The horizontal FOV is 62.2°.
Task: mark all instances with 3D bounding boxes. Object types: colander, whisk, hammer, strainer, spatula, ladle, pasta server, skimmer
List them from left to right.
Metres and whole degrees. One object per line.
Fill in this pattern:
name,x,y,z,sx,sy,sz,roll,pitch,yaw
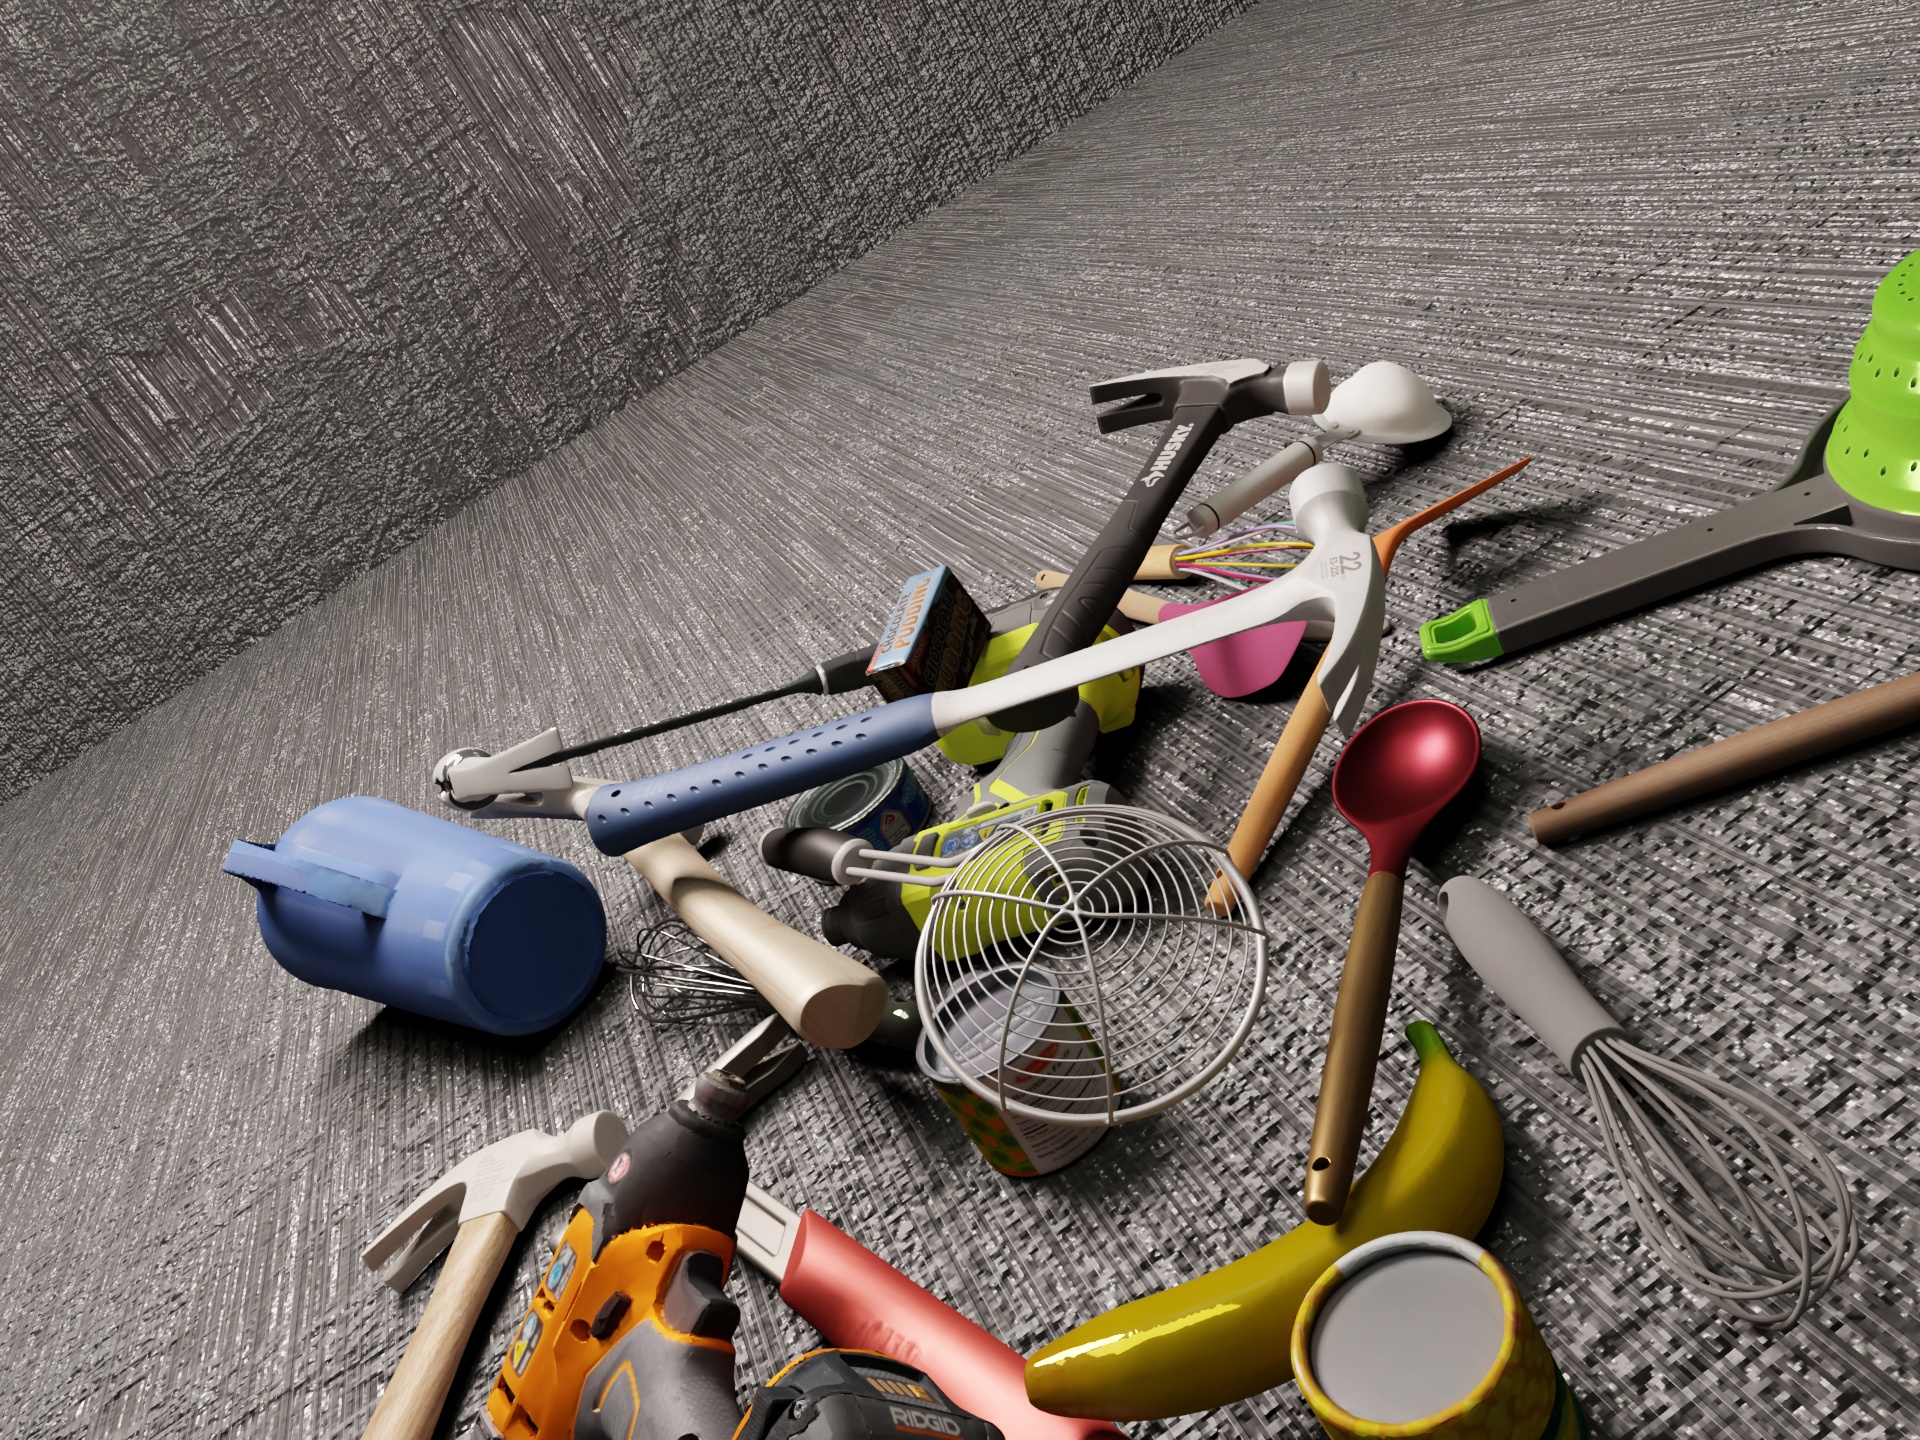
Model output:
hammer,-0.244,0.308,0.681,0.130,0.031,0.332,-22,26,19
hammer,-0.153,0.087,0.847,0.411,0.146,0.038,22,102,62
whisk,-0.101,0.141,0.823,0.246,0.057,0.059,2,75,46
hammer,-0.095,-0.021,0.942,0.409,0.036,0.149,-18,5,-31
hammer,-0.037,0.214,0.615,0.149,0.036,0.359,-43,26,-24
skimmer,-0.008,0.086,0.690,0.127,0.090,0.363,-47,16,-18
hammer,-0.001,-0.002,0.745,0.405,0.035,0.144,-18,41,20
hammer,0.092,-0.108,0.890,0.146,0.035,0.335,4,41,30
whisk,0.154,-0.097,0.983,0.047,0.051,0.245,-20,13,-28
strainer,0.218,-0.168,0.973,0.258,0.050,0.087,-34,44,-29
spatula,0.197,-0.027,0.792,0.081,0.041,0.323,-29,24,57
ladle,0.160,0.076,0.608,0.069,0.031,0.315,-20,18,29
whisk,0.209,0.107,0.522,0.055,0.055,0.239,-30,21,4
colander,0.385,-0.129,0.701,0.397,0.094,0.205,-21,26,21
pasta server,0.365,-0.020,0.591,0.316,0.040,0.060,-23,13,20

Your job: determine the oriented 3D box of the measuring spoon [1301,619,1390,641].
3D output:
measuring spoon,0.187,-0.058,0.888,0.034,0.018,0.124,-44,28,-26

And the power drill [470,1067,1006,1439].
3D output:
power drill,-0.080,0.222,0.533,0.227,0.084,0.164,16,80,57

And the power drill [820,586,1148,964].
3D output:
power drill,0.018,0.031,0.849,0.171,0.080,0.223,-20,30,24

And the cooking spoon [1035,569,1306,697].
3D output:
cooking spoon,0.115,-0.068,0.972,0.069,0.017,0.319,-63,24,1
